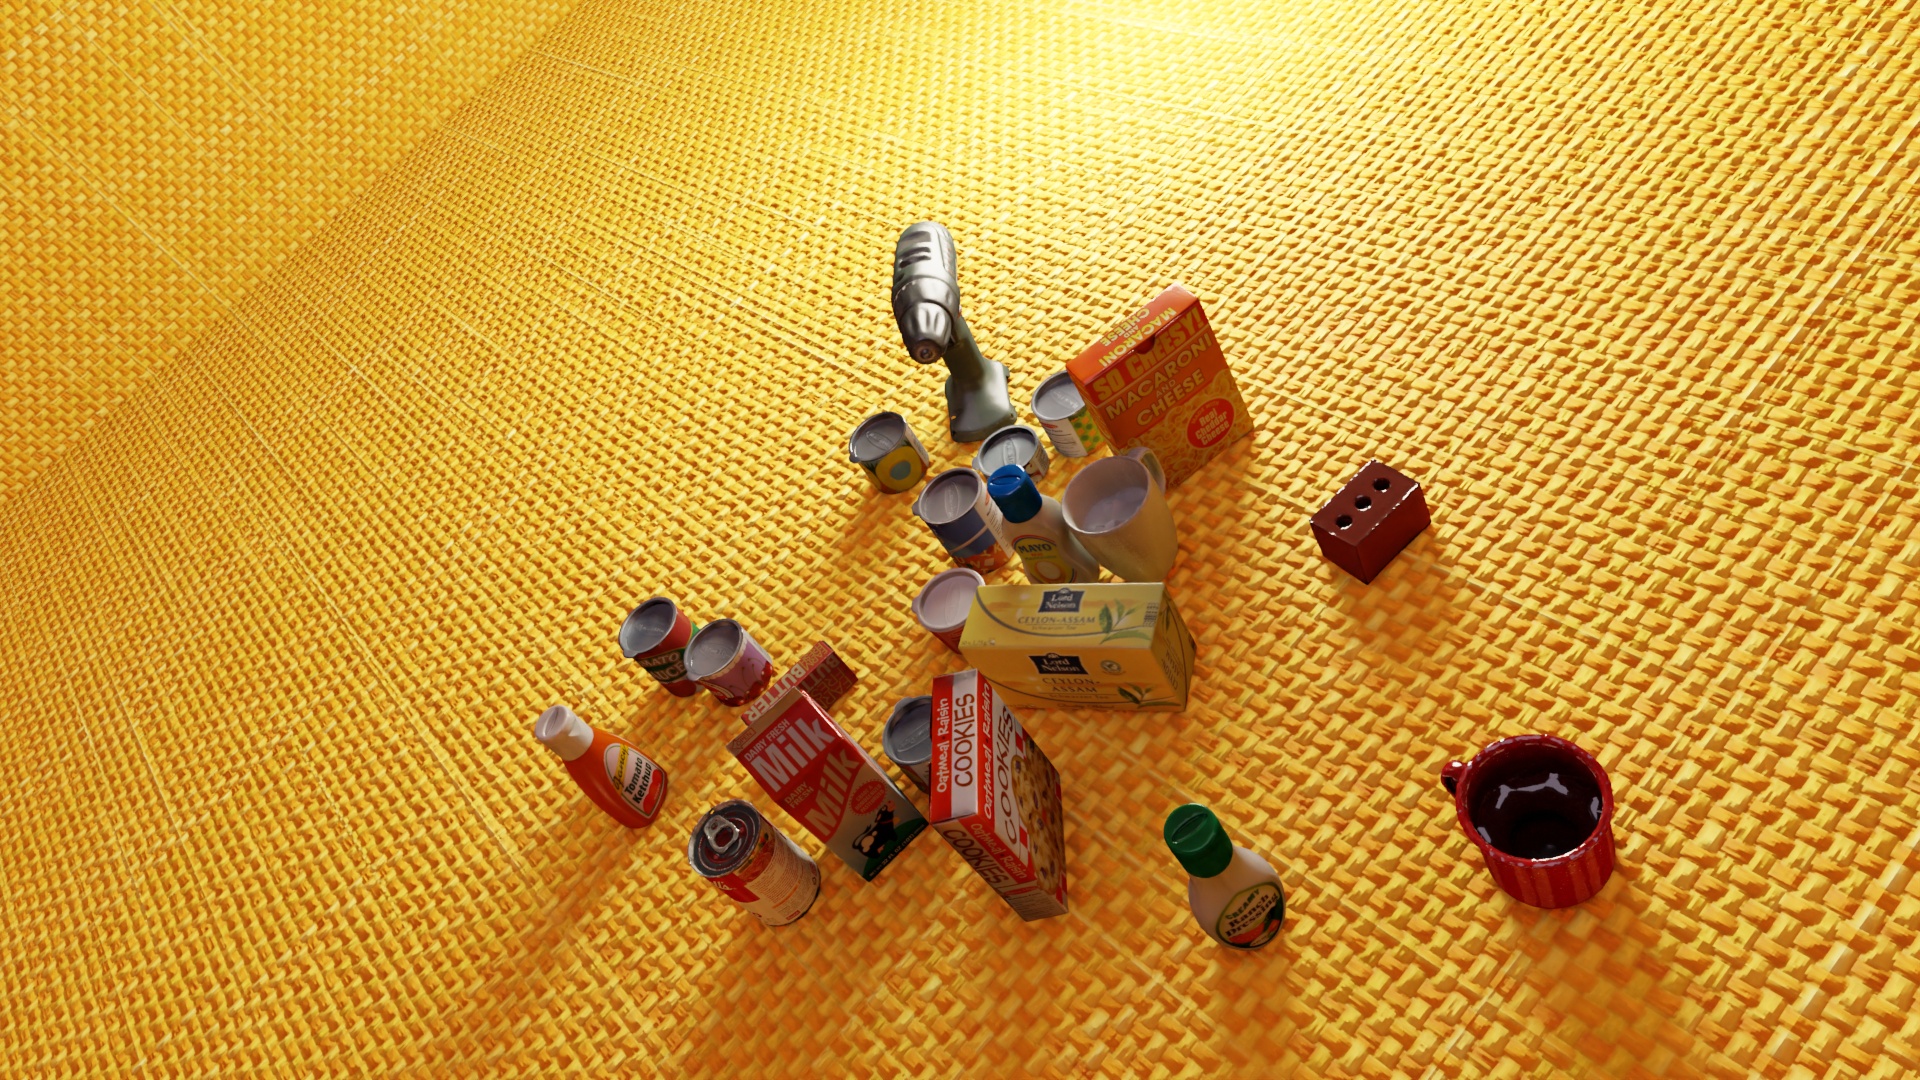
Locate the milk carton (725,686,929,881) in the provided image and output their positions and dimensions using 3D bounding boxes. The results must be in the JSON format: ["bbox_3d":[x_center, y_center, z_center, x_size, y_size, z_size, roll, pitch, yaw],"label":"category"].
[{"bbox_3d":[-0.110,0.188,1.109,0.072,0.190,0.073,-42,44,-7],"label":"milk carton"}]

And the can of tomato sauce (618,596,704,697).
[{"bbox_3d":[-0.285,0.107,1.365,0.071,0.082,0.071,-17,46,19],"label":"can of tomato sauce"}]

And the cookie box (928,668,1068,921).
[{"bbox_3d":[0.029,0.192,1.038,0.040,0.167,0.123,-17,46,19],"label":"cookie box"}]

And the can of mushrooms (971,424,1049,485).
[{"bbox_3d":[0.049,-0.077,1.357,0.071,0.033,0.071,-17,46,19],"label":"can of mushrooms"}]

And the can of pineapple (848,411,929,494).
[{"bbox_3d":[-0.074,-0.089,1.425,0.071,0.057,0.071,-17,46,19],"label":"can of pineapple"}]

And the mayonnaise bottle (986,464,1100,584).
[{"bbox_3d":[0.068,-0.006,1.200,0.064,0.147,0.041,-5,51,28],"label":"mayonnaise bottle"}]

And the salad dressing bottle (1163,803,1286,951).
[{"bbox_3d":[0.176,0.226,0.932,0.064,0.147,0.044,-37,43,-2],"label":"salad dressing bottle"}]

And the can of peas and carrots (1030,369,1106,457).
[{"bbox_3d":[0.111,-0.124,1.342,0.071,0.058,0.071,-17,46,19],"label":"can of peas and carrots"}]

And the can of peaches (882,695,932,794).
[{"bbox_3d":[-0.024,0.171,1.168,0.071,0.058,0.071,-17,46,19],"label":"can of peaches"}]

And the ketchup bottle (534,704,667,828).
[{"bbox_3d":[-0.326,0.202,1.260,0.043,0.148,0.065,-9,49,26],"label":"ketchup bottle"}]

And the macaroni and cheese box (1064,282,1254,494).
[{"bbox_3d":[0.179,-0.126,1.223,0.124,0.166,0.040,-37,43,-2],"label":"macaroni and cheese box"}]

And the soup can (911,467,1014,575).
[{"bbox_3d":[0.005,-0.016,1.294,0.071,0.083,0.072,-17,46,19],"label":"soup can"}]

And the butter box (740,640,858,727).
[{"bbox_3d":[-0.146,0.144,1.270,0.103,0.053,0.024,-44,44,-9],"label":"butter box"}]

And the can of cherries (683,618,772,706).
[{"bbox_3d":[-0.224,0.120,1.335,0.071,0.058,0.072,-17,46,19],"label":"can of cherries"}]

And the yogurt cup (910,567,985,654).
[{"bbox_3d":[0.001,0.066,1.246,0.072,0.053,0.073,-17,46,19],"label":"yogurt cup"}]
